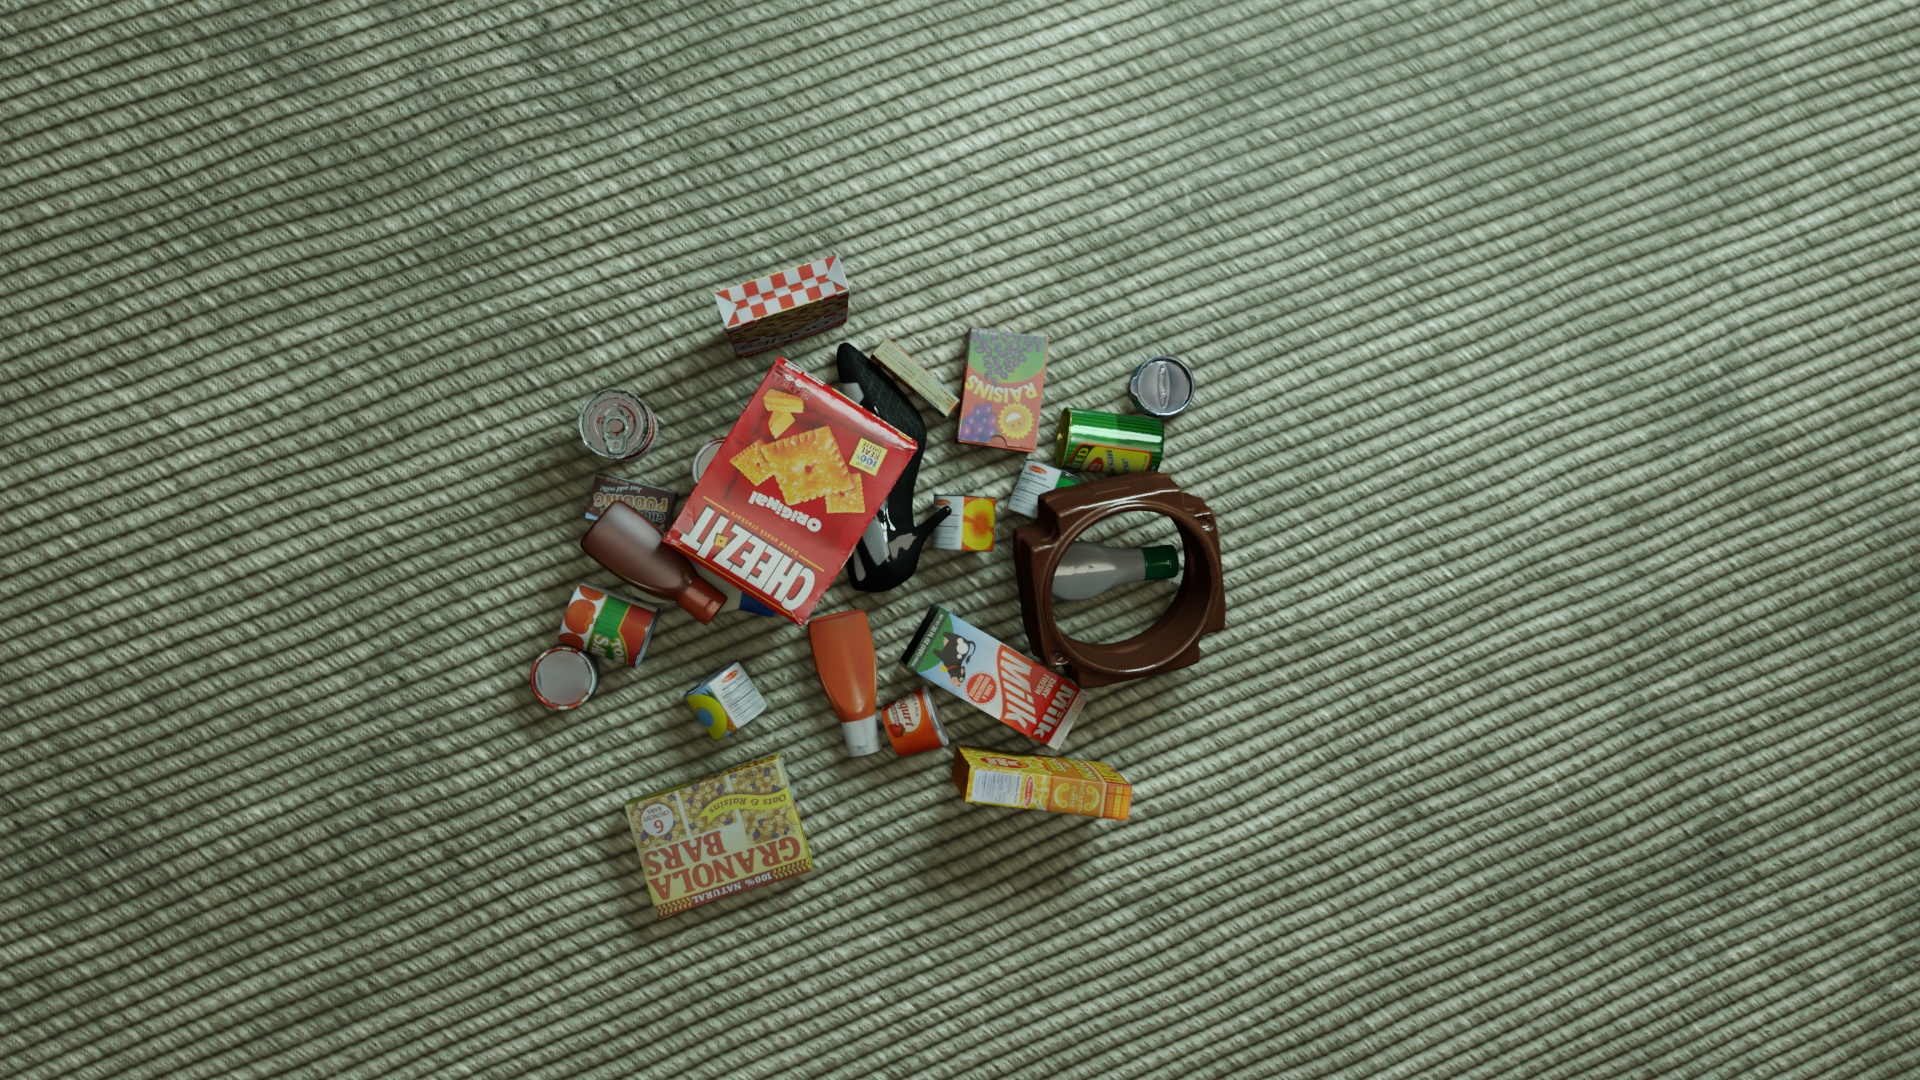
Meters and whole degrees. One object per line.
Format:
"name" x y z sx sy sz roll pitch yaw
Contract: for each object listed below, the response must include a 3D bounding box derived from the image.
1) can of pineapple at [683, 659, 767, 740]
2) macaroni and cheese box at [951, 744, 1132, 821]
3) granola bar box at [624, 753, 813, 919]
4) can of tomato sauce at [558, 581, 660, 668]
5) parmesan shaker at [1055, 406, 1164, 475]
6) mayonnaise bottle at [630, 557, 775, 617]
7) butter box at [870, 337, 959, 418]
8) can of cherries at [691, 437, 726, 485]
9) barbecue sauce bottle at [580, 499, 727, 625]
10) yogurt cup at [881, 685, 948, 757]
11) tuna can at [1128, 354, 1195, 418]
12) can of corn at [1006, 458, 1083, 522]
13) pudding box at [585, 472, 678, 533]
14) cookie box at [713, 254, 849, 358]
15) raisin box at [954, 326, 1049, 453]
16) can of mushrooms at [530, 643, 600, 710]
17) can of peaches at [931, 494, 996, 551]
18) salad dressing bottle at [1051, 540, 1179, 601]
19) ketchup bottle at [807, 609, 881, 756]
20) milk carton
"can of pineapple" -0.242 0.164 1.425 0.071 0.071 0.058 -34 94 -6
"macaroni and cheese box" 0.081 0.248 1.434 0.166 0.123 0.040 8 91 -7
"granola bar box" -0.249 0.305 1.436 0.166 0.039 0.124 -16 92 -6
"can of tomato sauce" -0.356 0.087 1.408 0.083 0.071 0.071 21 88 -6
"parmesan shaker" 0.158 -0.104 1.469 0.103 0.071 0.071 7 90 -7
"mayonnaise bottle" -0.261 0.045 1.434 0.148 0.041 0.065 15 86 -8
"butter box" -0.048 -0.170 1.453 0.103 0.053 0.024 40 89 -5
"can of cherries" -0.238 -0.071 1.427 0.071 0.058 0.071 0 90 -6
"barbecue sauce bottle" -0.302 0.026 1.385 0.148 0.043 0.065 37 80 -3
"yogurt cup" -0.049 0.191 1.449 0.054 0.072 0.072 -21 93 2
"tuna can" 0.214 -0.165 1.495 0.071 0.033 0.071 0 90 -7
"can of corn" 0.090 -0.047 1.465 0.071 0.071 0.058 22 89 -7
"pudding box" -0.339 -0.036 1.429 0.084 0.030 0.049 15 89 -7
"cookie box" -0.175 -0.229 1.380 0.123 0.167 0.040 -19 90 -6
"raisin box" 0.044 -0.158 1.471 0.086 0.040 0.123 7 90 -8
"can of mushrooms" -0.406 0.140 1.419 0.071 0.033 0.071 0 91 -8
"can of peaches" 0.005 -0.018 1.454 0.071 0.071 0.058 3 90 -7
"salad dressing bottle" 0.158 0.029 1.484 0.148 0.044 0.064 -5 97 -8
"ketchup bottle" -0.115 0.149 1.450 0.065 0.043 0.148 -12 92 -6
"milk carton" 0.038 0.144 1.454 0.190 0.073 0.072 31 87 -6
